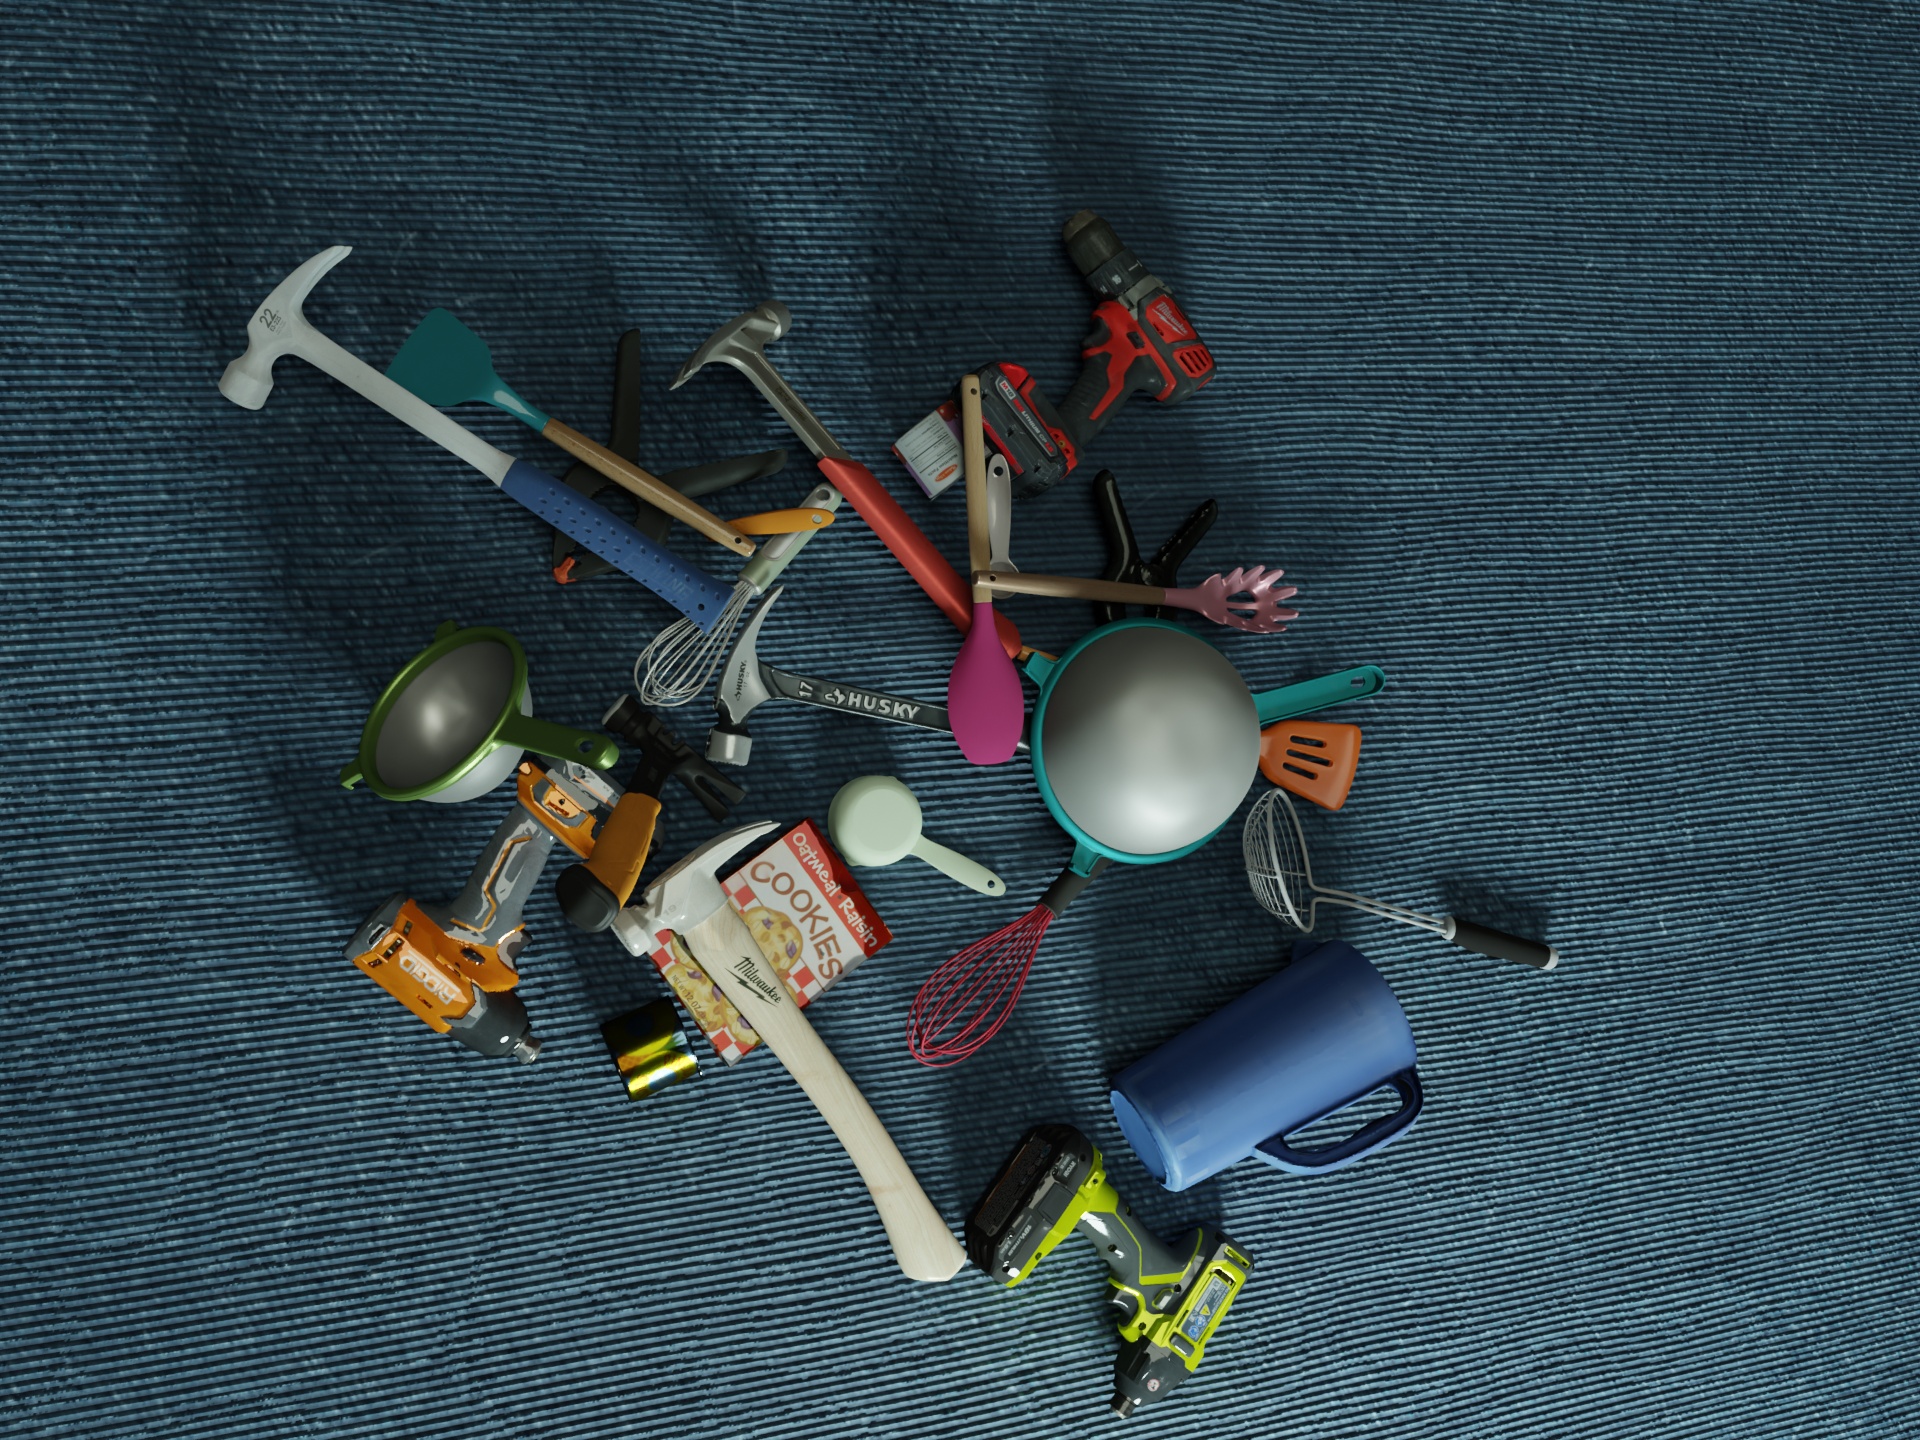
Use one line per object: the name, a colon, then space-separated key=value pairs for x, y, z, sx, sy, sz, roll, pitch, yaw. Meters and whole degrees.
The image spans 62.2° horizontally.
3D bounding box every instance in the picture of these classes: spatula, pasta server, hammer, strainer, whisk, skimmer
spatula: x=-0.299 y=-0.215 z=1.244 sx=0.317 sy=0.044 sz=0.082 roll=32 pitch=78 yaw=-6
pasta server: x=0.153 y=-0.110 z=1.353 sx=0.316 sy=0.040 sz=0.060 roll=3 pitch=81 yaw=-29
hammer: x=-0.350 y=-0.199 z=1.207 sx=0.405 sy=0.035 sz=0.144 roll=33 pitch=104 yaw=-8
hammer: x=-0.224 y=0.073 z=1.121 sx=0.127 sy=0.337 sz=0.034 roll=42 pitch=101 yaw=-12
strainer: x=0.230 y=0.002 z=1.341 sx=0.340 sy=0.095 sz=0.211 roll=-14 pitch=94 yaw=-17
hammer: x=-0.002 y=-0.004 z=1.329 sx=0.408 sy=0.036 sz=0.149 roll=11 pitch=88 yaw=-20
spatula: x=0.200 y=-0.007 z=1.402 sx=0.322 sy=0.041 sz=0.081 roll=20 pitch=81 yaw=-14
hammer: x=-0.079 y=-0.179 z=1.308 sx=0.359 sy=0.036 sz=0.149 roll=49 pitch=41 yaw=-12
whisk: x=0.060 y=0.173 z=1.337 sx=0.073 sy=0.073 sz=0.296 roll=48 pitch=68 yaw=-8
strainer: x=-0.327 y=0.016 z=1.161 sx=0.151 sy=0.256 sz=0.069 roll=-63 pitch=142 yaw=-21
hammer: x=-0.104 y=0.273 z=1.254 sx=0.146 sy=0.038 sz=0.410 roll=-37 pitch=106 yaw=-19
skimmer: x=0.405 y=0.159 z=1.425 sx=0.363 sy=0.090 sz=0.127 roll=17 pitch=51 yaw=-17
whisk: x=-0.177 y=-0.105 z=1.292 sx=0.058 sy=0.059 sz=0.246 roll=34 pitch=71 yaw=15

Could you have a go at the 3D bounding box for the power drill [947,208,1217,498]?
power drill: x=0.096 y=-0.320 z=1.380 sx=0.227 sy=0.080 sz=0.188 roll=-39 pitch=97 yaw=-19

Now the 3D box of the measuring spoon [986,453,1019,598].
measuring spoon: x=0.034 y=-0.166 z=1.359 sx=0.034 sy=0.018 sz=0.124 roll=1 pitch=105 yaw=8

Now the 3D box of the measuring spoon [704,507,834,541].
measuring spoon: x=-0.156 y=-0.157 z=1.284 sx=0.117 sy=0.011 sz=0.021 roll=-4 pitch=126 yaw=18

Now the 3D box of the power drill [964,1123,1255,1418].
power drill: x=0.120 y=0.457 z=1.322 sx=0.223 sy=0.080 sz=0.171 roll=41 pitch=75 yaw=-13

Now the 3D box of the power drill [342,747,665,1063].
power drill: x=-0.328 y=0.141 z=1.208 sx=0.164 sy=0.084 sz=0.226 roll=43 pitch=79 yaw=-11

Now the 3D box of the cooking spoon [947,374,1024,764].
cooking spoon: x=0.016 y=-0.123 z=1.306 sx=0.068 sy=0.017 sz=0.319 roll=-5 pitch=94 yaw=-22

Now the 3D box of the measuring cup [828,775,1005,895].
measuring cup: x=-0.030 y=0.104 z=1.322 sx=0.167 sy=0.038 sz=0.083 roll=29 pitch=78 yaw=-11
